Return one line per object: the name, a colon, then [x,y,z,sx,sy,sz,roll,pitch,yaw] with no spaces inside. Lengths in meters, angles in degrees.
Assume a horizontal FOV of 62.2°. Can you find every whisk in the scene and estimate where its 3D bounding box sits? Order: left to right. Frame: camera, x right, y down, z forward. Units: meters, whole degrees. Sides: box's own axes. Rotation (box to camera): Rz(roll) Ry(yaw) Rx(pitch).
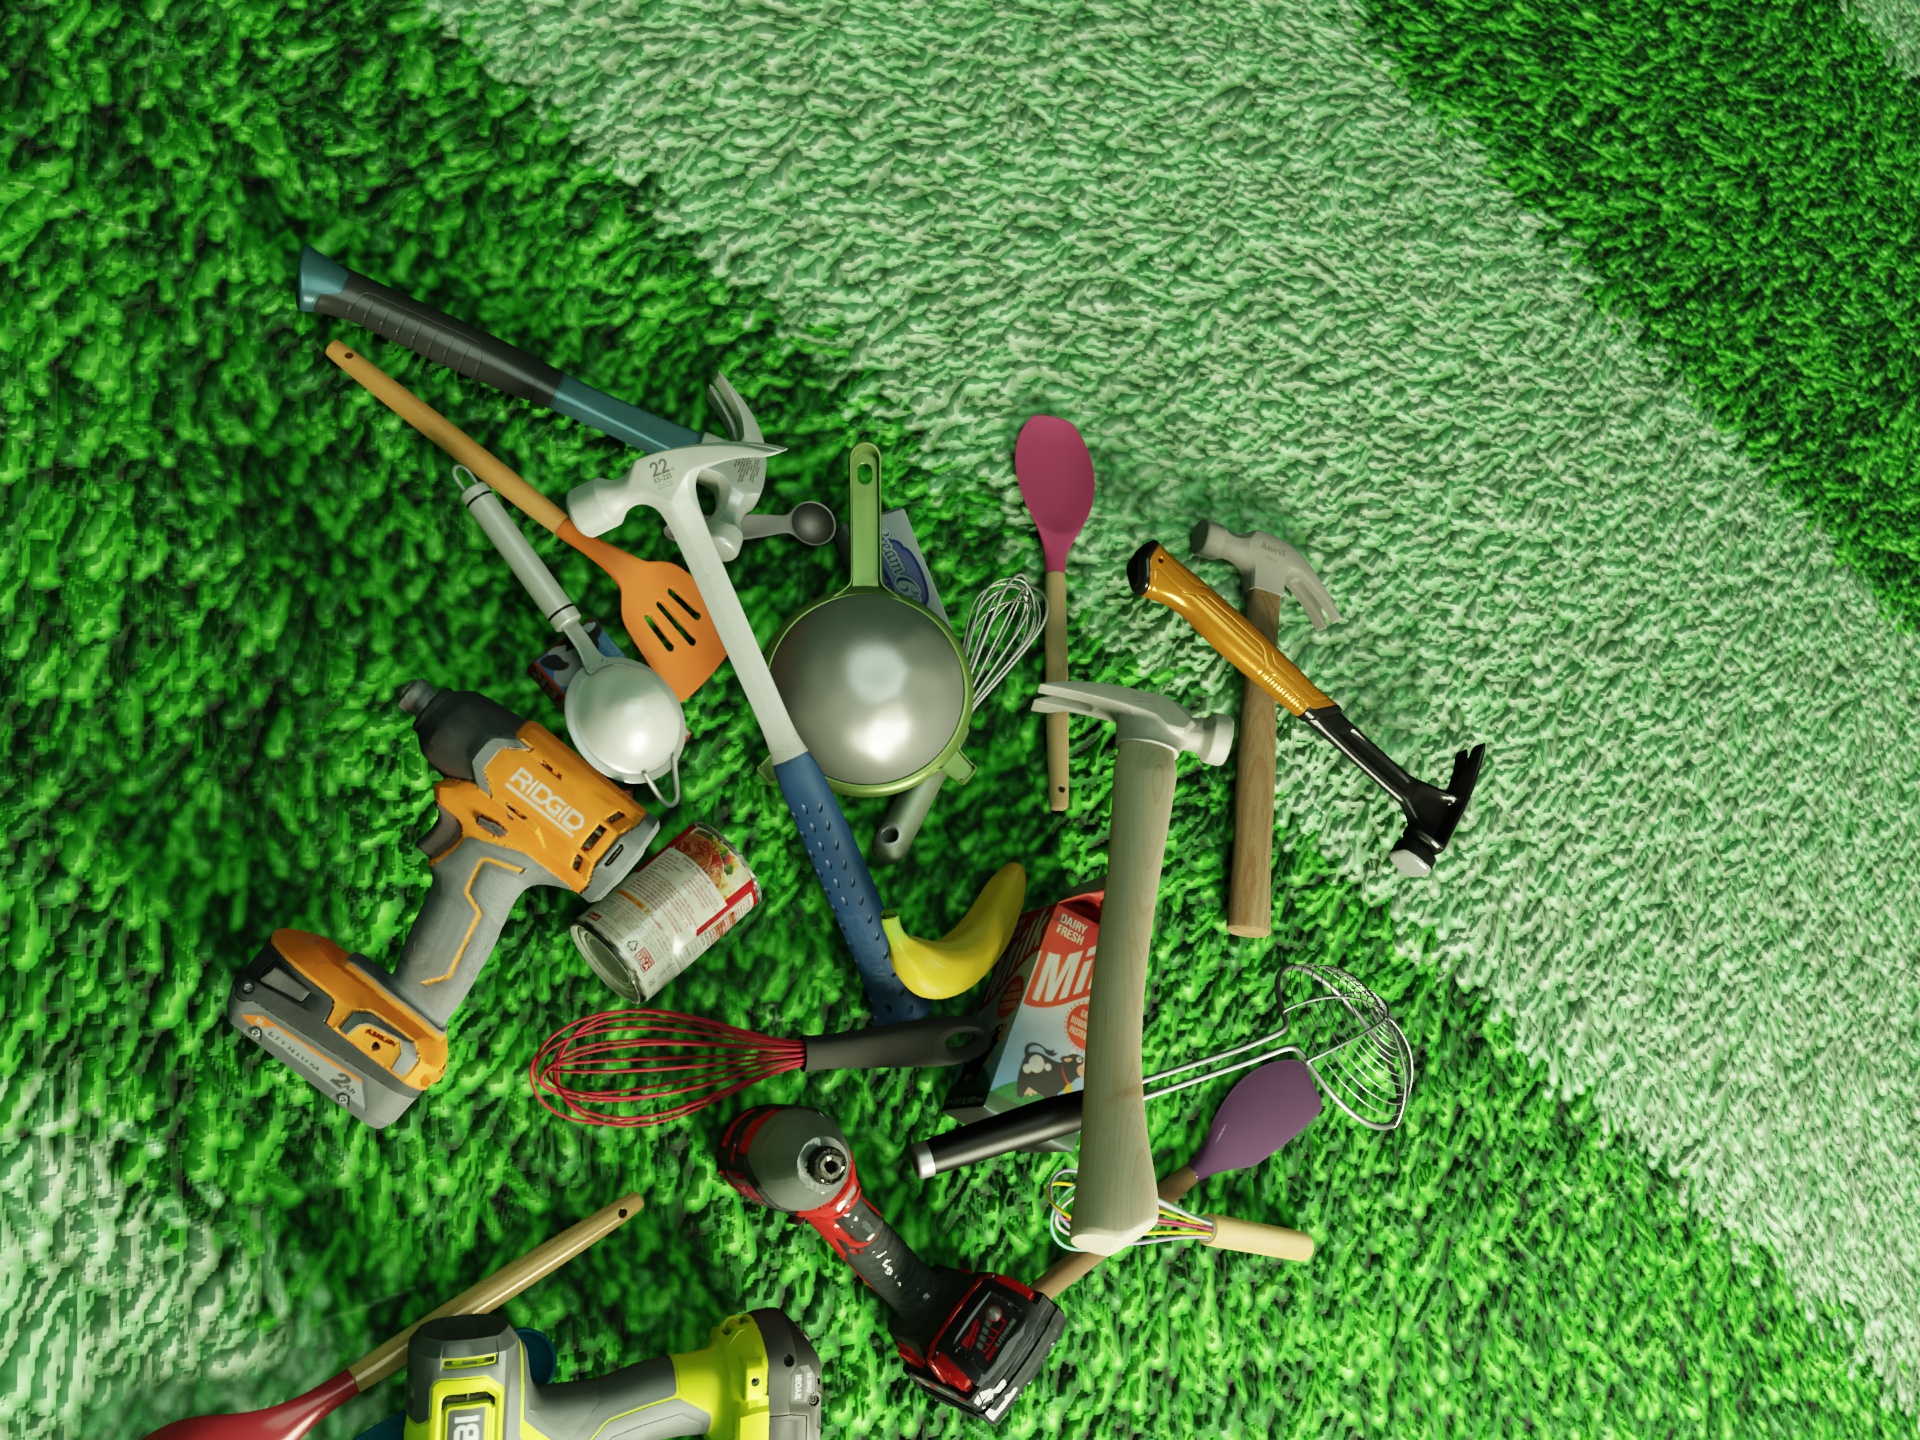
whisk: [-0.118,0.209,0.995,0.295,0.073,0.073,0,75,-21]
whisk: [-0.002,-0.004,1.140,0.058,0.059,0.246,19,67,20]
whisk: [0.155,0.349,1.090,0.244,0.047,0.051,20,72,-31]

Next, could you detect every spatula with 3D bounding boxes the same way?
spatula: [-0.286,-0.141,1.057,0.322,0.041,0.081,38,63,-6]
spatula: [0.143,0.332,1.121,0.316,0.018,0.060,-28,92,-30]

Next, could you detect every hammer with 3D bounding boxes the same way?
hammer: [-0.285,-0.227,1.071,0.330,0.033,0.128,23,61,-16]
hammer: [-0.110,0.013,1.032,0.405,0.144,0.035,67,16,-8]
hammer: [0.098,0.142,1.044,0.146,0.038,0.411,12,51,-2]
hammer: [0.236,0.006,1.255,0.130,0.031,0.331,13,70,-21]
hammer: [0.266,-0.028,1.241,0.336,0.034,0.127,39,64,-10]

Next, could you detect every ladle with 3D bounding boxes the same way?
ladle: [-0.315,0.355,0.892,0.315,0.031,0.069,-28,96,-31]

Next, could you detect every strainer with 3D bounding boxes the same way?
strainer: [-0.247,-0.059,1.012,0.258,0.050,0.087,54,44,2]
strainer: [-0.063,-0.078,1.090,0.151,0.069,0.256,0,78,-7]

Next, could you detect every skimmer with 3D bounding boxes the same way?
skimmer: [0.138,0.249,1.049,0.363,0.090,0.127,-13,57,-16]

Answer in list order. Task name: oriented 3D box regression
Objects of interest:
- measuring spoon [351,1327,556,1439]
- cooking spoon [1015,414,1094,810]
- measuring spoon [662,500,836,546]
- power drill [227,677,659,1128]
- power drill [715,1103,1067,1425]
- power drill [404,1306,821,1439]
measuring spoon: [-0.292,0.385,0.899,0.128,0.021,0.042,-23,98,-25]
cooking spoon: [0.072,-0.087,1.212,0.068,0.017,0.319,7,71,-22]
measuring spoon: [-0.150,-0.135,1.126,0.124,0.018,0.034,-5,76,-20]
power drill: [-0.305,0.095,0.906,0.164,0.084,0.226,41,82,-9]
power drill: [-0.047,0.319,0.965,0.219,0.143,0.078,46,64,-9]
power drill: [-0.197,0.419,0.893,0.223,0.080,0.171,3,85,-24]
